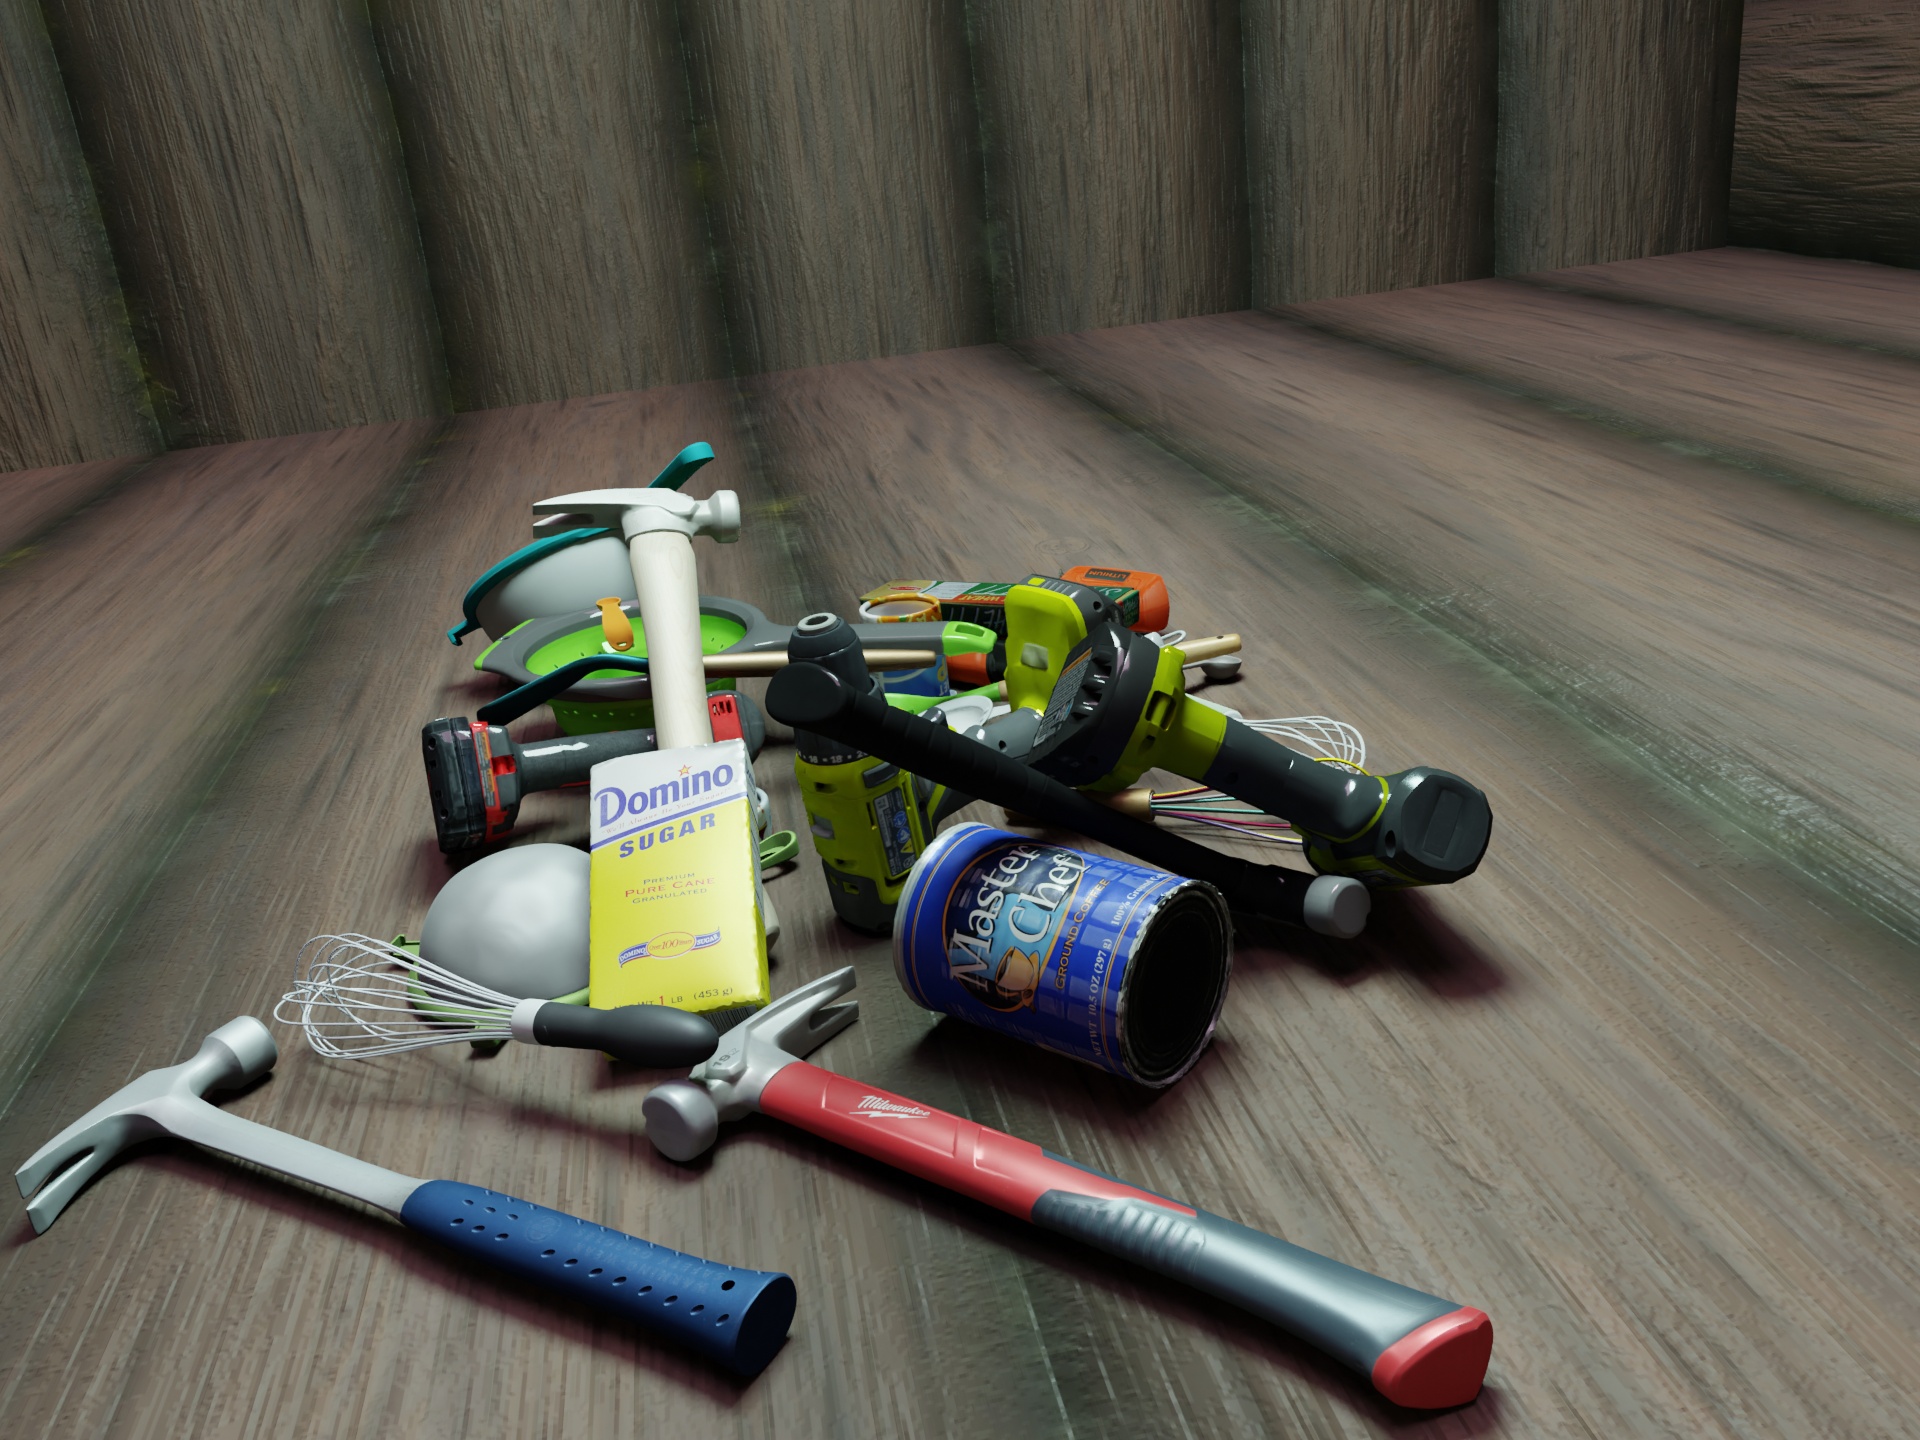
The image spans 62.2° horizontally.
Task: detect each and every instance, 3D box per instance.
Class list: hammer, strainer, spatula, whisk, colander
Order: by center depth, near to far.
[{"bbox_3d":[0.043,0.195,0.695,0.386,0.038,0.143,11,26,36],"label":"hammer"},{"bbox_3d":[-0.255,0.219,0.718,0.406,0.035,0.144,7,25,29],"label":"hammer"},{"bbox_3d":[-0.241,0.152,0.814,0.285,0.070,0.070,1,22,28],"label":"whisk"},{"bbox_3d":[0.048,0.043,0.821,0.334,0.035,0.146,24,-9,-29],"label":"hammer"},{"bbox_3d":[-0.212,0.098,0.961,0.256,0.069,0.152,-22,27,-31],"label":"strainer"},{"bbox_3d":[0.145,0.051,1.022,0.245,0.047,0.051,-1,23,21],"label":"whisk"},{"bbox_3d":[-0.189,-0.009,1.024,0.146,0.038,0.411,-4,48,-16],"label":"hammer"},{"bbox_3d":[-0.172,-0.027,1.110,0.317,0.044,0.082,-3,-10,-11],"label":"spatula"},{"bbox_3d":[0.044,-0.010,1.112,0.258,0.050,0.087,-23,21,27],"label":"strainer"},{"bbox_3d":[0.194,0.007,1.117,0.057,0.059,0.246,33,-4,-31],"label":"whisk"},{"bbox_3d":[-0.166,-0.025,1.221,0.397,0.094,0.205,-1,23,12],"label":"colander"},{"bbox_3d":[-0.282,-0.119,1.351,0.211,0.095,0.340,-19,-8,-42],"label":"strainer"}]

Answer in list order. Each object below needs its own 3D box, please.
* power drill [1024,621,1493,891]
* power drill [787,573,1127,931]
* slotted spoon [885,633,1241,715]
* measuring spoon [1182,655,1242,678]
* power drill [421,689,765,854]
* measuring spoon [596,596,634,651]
[{"bbox_3d":[0.156,0.032,0.880,0.223,0.080,0.171,23,-11,-4],"label":"power drill"},{"bbox_3d":[-0.002,-0.003,0.965,0.228,0.190,0.080,-28,29,-32],"label":"power drill"},{"bbox_3d":[0.055,-0.025,1.196,0.314,0.031,0.070,-12,27,9],"label":"slotted spoon"},{"bbox_3d":[0.170,-0.036,1.237,0.124,0.018,0.034,-9,18,-36],"label":"measuring spoon"},{"bbox_3d":[-0.252,0.031,1.099,0.219,0.078,0.143,-10,-8,-20],"label":"power drill"},{"bbox_3d":[-0.266,-0.072,1.226,0.021,0.011,0.117,-11,26,-14],"label":"measuring spoon"}]
